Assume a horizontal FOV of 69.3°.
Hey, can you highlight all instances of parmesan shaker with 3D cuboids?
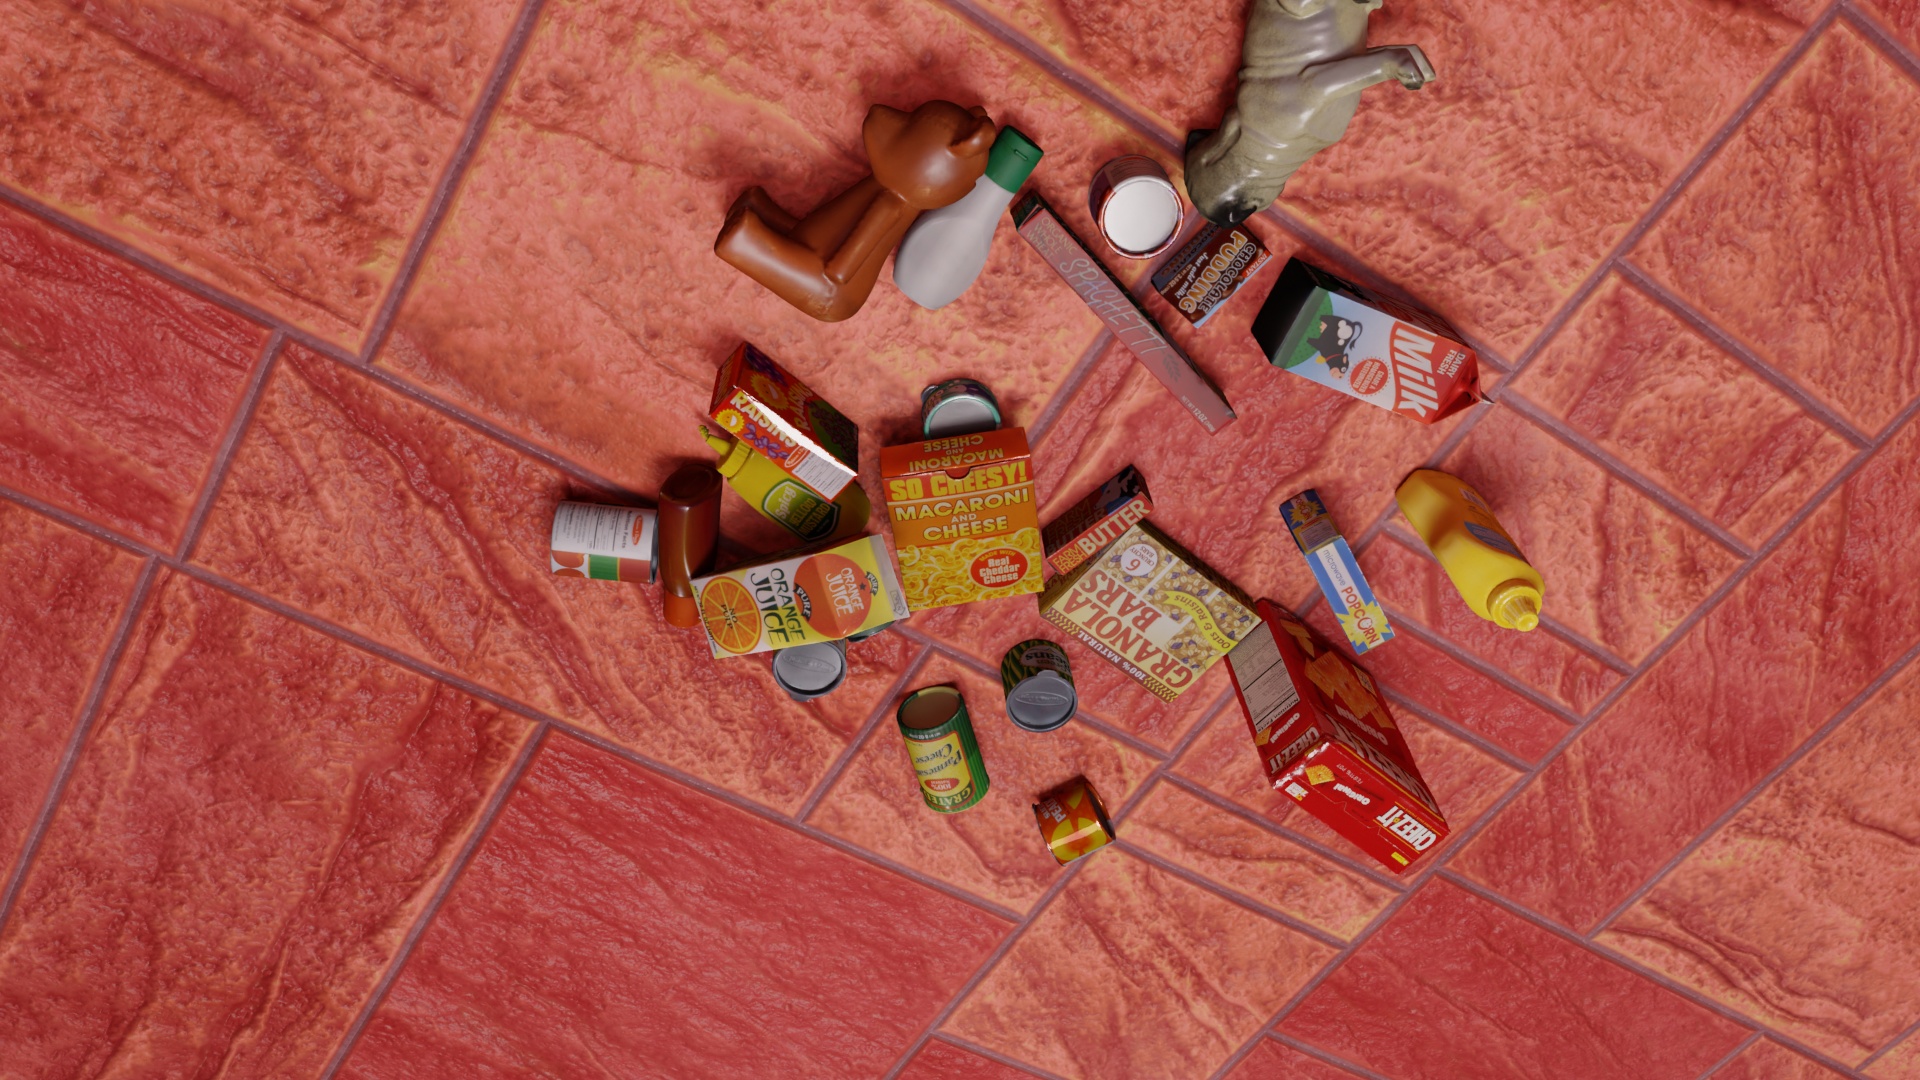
[{"bbox_3d":[-0.019,0.197,1.311,0.071,0.071,0.102,-15,120,4],"label":"parmesan shaker"}]

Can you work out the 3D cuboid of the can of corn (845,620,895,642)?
[{"bbox_3d":[-0.090,0.045,1.212,0.071,0.071,0.058,-18,119,6],"label":"can of corn"}]

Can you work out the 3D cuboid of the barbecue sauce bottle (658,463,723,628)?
[{"bbox_3d":[-0.233,0.009,1.188,0.044,0.065,0.147,21,128,12],"label":"barbecue sauce bottle"}]

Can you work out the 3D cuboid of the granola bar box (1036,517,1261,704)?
[{"bbox_3d":[0.171,0.061,1.261,0.165,0.039,0.124,35,112,-22],"label":"granola bar box"}]

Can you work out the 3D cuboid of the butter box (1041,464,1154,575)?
[{"bbox_3d":[0.118,-0.017,1.203,0.103,0.053,0.024,-37,115,16],"label":"butter box"}]

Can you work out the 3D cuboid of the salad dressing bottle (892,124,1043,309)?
[{"bbox_3d":[0.007,-0.247,1.066,0.064,0.044,0.147,31,112,-20],"label":"salad dressing bottle"}]

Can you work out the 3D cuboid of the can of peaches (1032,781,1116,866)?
[{"bbox_3d":[0.112,0.277,1.368,0.058,0.071,0.071,-28,119,11],"label":"can of peaches"}]

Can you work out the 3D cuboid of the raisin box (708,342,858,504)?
[{"bbox_3d":[-0.140,-0.095,1.117,0.123,0.086,0.040,36,113,-22],"label":"raisin box"}]

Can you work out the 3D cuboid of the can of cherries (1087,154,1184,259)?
[{"bbox_3d":[0.135,-0.253,1.063,0.071,0.059,0.071,-2,120,-3],"label":"can of cherries"}]

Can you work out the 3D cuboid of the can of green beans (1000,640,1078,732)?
[{"bbox_3d":[0.072,0.134,1.285,0.071,0.058,0.071,-2,121,-3],"label":"can of green beans"}]

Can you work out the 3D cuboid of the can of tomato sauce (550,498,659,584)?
[{"bbox_3d":[-0.298,0.002,1.174,0.083,0.071,0.070,6,120,-7],"label":"can of tomato sauce"}]

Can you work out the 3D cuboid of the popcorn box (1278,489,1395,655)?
[{"bbox_3d":[0.332,0.027,1.228,0.038,0.085,0.126,-29,118,11],"label":"popcorn box"}]

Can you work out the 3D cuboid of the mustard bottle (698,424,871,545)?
[{"bbox_3d":[-0.153,-0.049,1.164,0.160,0.049,0.065,31,117,-21],"label":"mustard bottle"}]

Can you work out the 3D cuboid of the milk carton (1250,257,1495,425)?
[{"bbox_3d":[0.343,-0.155,1.129,0.191,0.073,0.073,18,117,-15],"label":"milk carton"}]

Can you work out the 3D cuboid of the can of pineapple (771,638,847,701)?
[{"bbox_3d":[-0.136,0.099,1.248,0.071,0.058,0.070,-2,120,-3],"label":"can of pineapple"}]

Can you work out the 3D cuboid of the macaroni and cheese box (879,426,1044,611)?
[{"bbox_3d":[0.004,-0.015,1.179,0.124,0.040,0.165,-9,136,0],"label":"macaroni and cheese box"}]

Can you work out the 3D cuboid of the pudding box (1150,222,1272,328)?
[{"bbox_3d":[0.200,-0.216,1.106,0.049,0.030,0.083,38,111,-24],"label":"pudding box"}]

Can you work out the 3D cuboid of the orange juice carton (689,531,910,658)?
[{"bbox_3d":[-0.125,0.043,1.140,0.192,0.073,0.071,-12,99,37],"label":"orange juice carton"}]

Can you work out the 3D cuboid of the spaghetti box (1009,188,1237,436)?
[{"bbox_3d":[0.132,-0.180,1.111,0.028,0.050,0.249,-41,115,17],"label":"spaghetti box"}]

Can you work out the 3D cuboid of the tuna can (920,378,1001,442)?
[{"bbox_3d":[-0.001,-0.100,1.157,0.071,0.033,0.070,-2,121,-4],"label":"tuna can"}]
